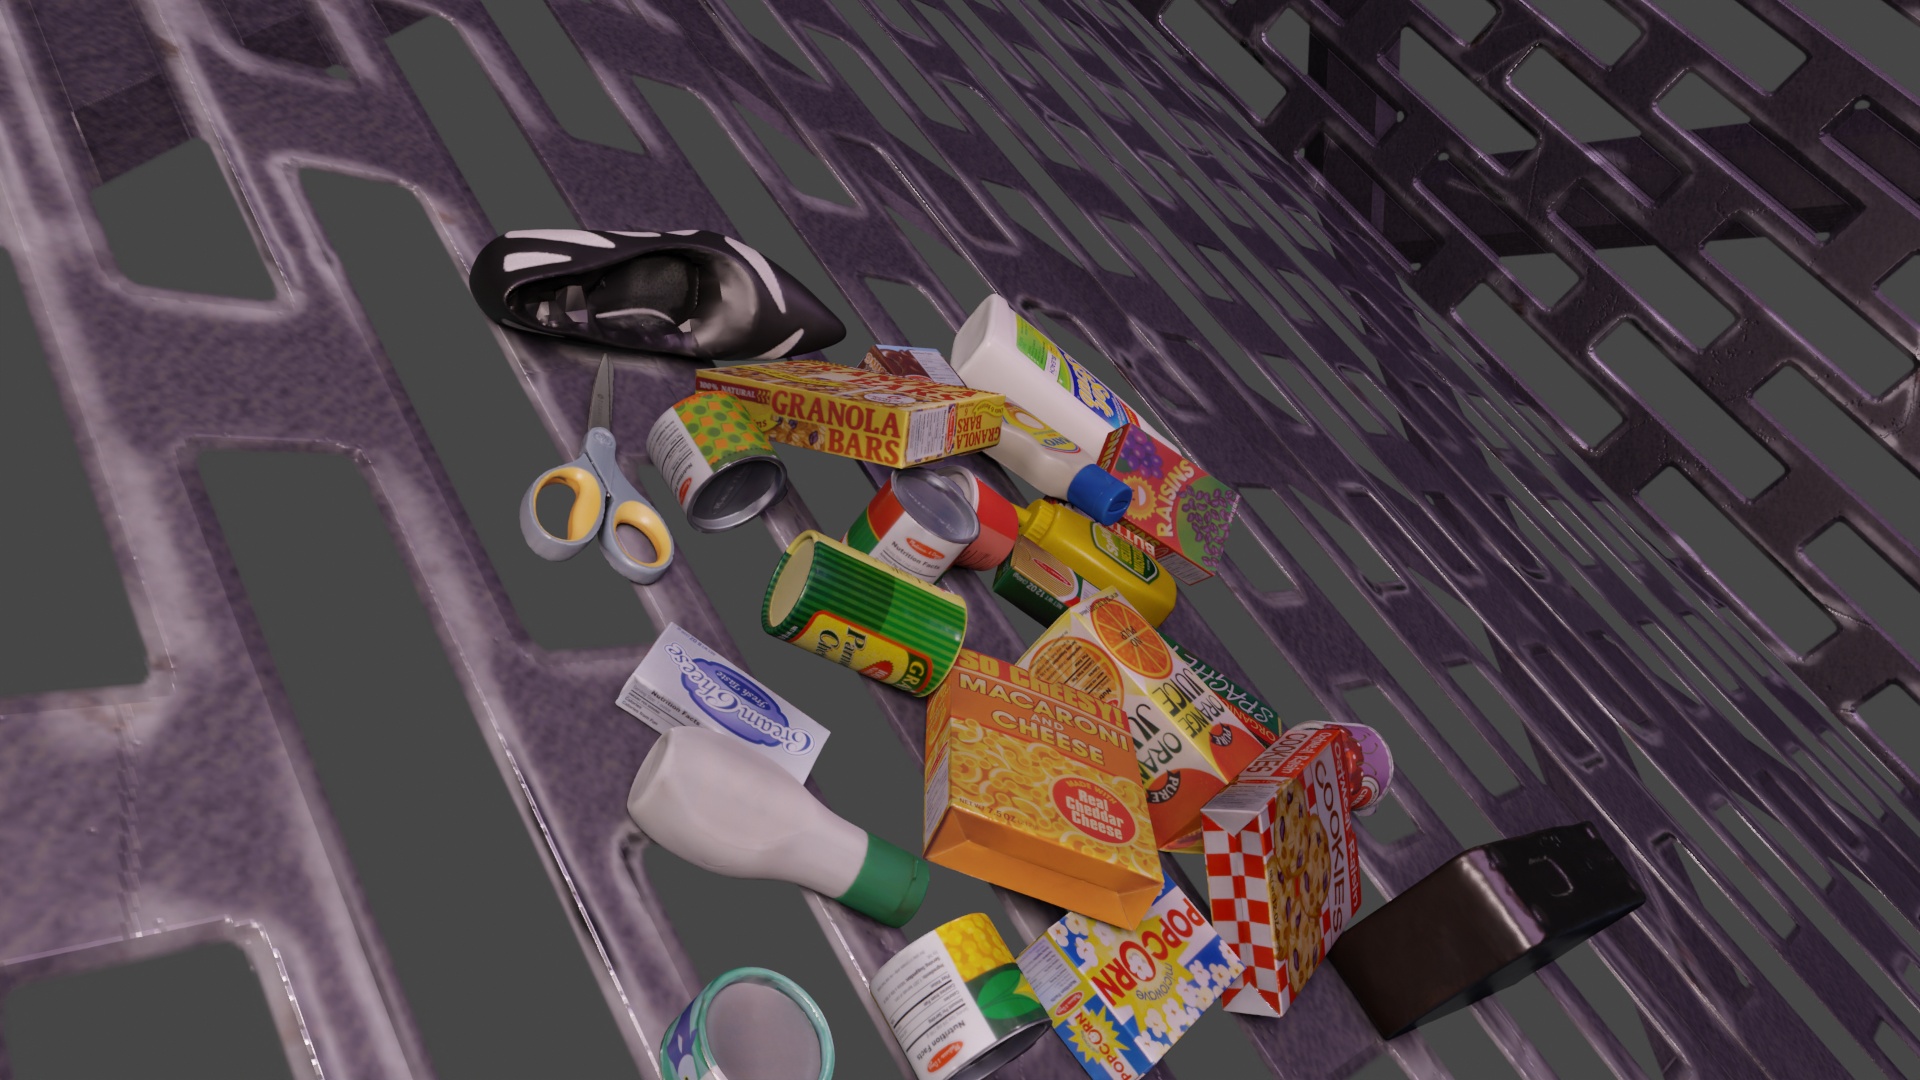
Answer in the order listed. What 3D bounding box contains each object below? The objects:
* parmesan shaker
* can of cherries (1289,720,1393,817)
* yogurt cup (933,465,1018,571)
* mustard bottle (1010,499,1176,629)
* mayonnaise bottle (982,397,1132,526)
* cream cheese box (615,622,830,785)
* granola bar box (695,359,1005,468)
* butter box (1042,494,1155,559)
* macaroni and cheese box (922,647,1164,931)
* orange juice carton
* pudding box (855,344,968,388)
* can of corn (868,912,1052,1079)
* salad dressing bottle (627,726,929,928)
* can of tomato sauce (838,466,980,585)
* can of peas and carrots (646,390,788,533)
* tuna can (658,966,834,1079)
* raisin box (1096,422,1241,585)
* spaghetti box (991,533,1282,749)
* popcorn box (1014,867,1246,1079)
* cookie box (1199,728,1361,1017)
[{"bbox_3d":[-0.058,0.044,0.816,0.103,0.071,0.072,25,32,-24],"label":"parmesan shaker"},{"bbox_3d":[0.279,0.170,1.032,0.058,0.071,0.072,10,40,-42],"label":"can of cherries"},{"bbox_3d":[0.003,-0.012,0.967,0.054,0.072,0.073,26,31,-40],"label":"yogurt cup"},{"bbox_3d":[0.090,0.011,1.050,0.160,0.048,0.065,32,26,-15],"label":"mustard bottle"},{"bbox_3d":[0.069,-0.064,1.101,0.148,0.041,0.065,36,29,28],"label":"mayonnaise bottle"},{"bbox_3d":[-0.121,0.091,0.714,0.104,0.024,0.053,36,30,-7],"label":"cream cheese box"},{"bbox_3d":[-0.072,-0.086,0.916,0.165,0.039,0.124,13,16,28],"label":"granola bar box"},{"bbox_3d":[0.111,0.001,1.114,0.103,0.024,0.053,32,29,-14],"label":"butter box"},{"bbox_3d":[0.043,0.133,0.788,0.124,0.040,0.167,22,24,-11],"label":"macaroni and cheese box"},{"bbox_3d":[0.128,0.128,0.905,0.193,0.072,0.072,48,29,13],"label":"orange juice carton"},{"bbox_3d":[-0.039,-0.130,1.116,0.084,0.030,0.050,-7,54,-53],"label":"pudding box"},{"bbox_3d":[0.001,0.215,0.642,0.071,0.071,0.058,1,47,-50],"label":"can of corn"},{"bbox_3d":[-0.085,0.141,0.668,0.147,0.043,0.064,31,34,-19],"label":"salad dressing bottle"},{"bbox_3d":[-0.038,0.003,0.874,0.071,0.082,0.071,30,30,-19],"label":"can of tomato sauce"},{"bbox_3d":[-0.145,-0.048,0.837,0.071,0.070,0.059,-1,48,-51],"label":"can of peas and carrots"},{"bbox_3d":[-0.087,0.212,0.576,0.071,0.032,0.071,29,31,-19],"label":"tuna can"},{"bbox_3d":[0.169,-0.031,1.173,0.123,0.040,0.086,32,64,-16],"label":"raisin box"},{"bbox_3d":[0.132,0.084,1.018,0.250,0.028,0.050,35,29,-9],"label":"spaghetti box"},{"bbox_3d":[0.093,0.232,0.754,0.085,0.038,0.127,50,30,17],"label":"popcorn box"},{"bbox_3d":[0.203,0.198,0.861,0.168,0.040,0.122,-17,101,-57],"label":"cookie box"}]
